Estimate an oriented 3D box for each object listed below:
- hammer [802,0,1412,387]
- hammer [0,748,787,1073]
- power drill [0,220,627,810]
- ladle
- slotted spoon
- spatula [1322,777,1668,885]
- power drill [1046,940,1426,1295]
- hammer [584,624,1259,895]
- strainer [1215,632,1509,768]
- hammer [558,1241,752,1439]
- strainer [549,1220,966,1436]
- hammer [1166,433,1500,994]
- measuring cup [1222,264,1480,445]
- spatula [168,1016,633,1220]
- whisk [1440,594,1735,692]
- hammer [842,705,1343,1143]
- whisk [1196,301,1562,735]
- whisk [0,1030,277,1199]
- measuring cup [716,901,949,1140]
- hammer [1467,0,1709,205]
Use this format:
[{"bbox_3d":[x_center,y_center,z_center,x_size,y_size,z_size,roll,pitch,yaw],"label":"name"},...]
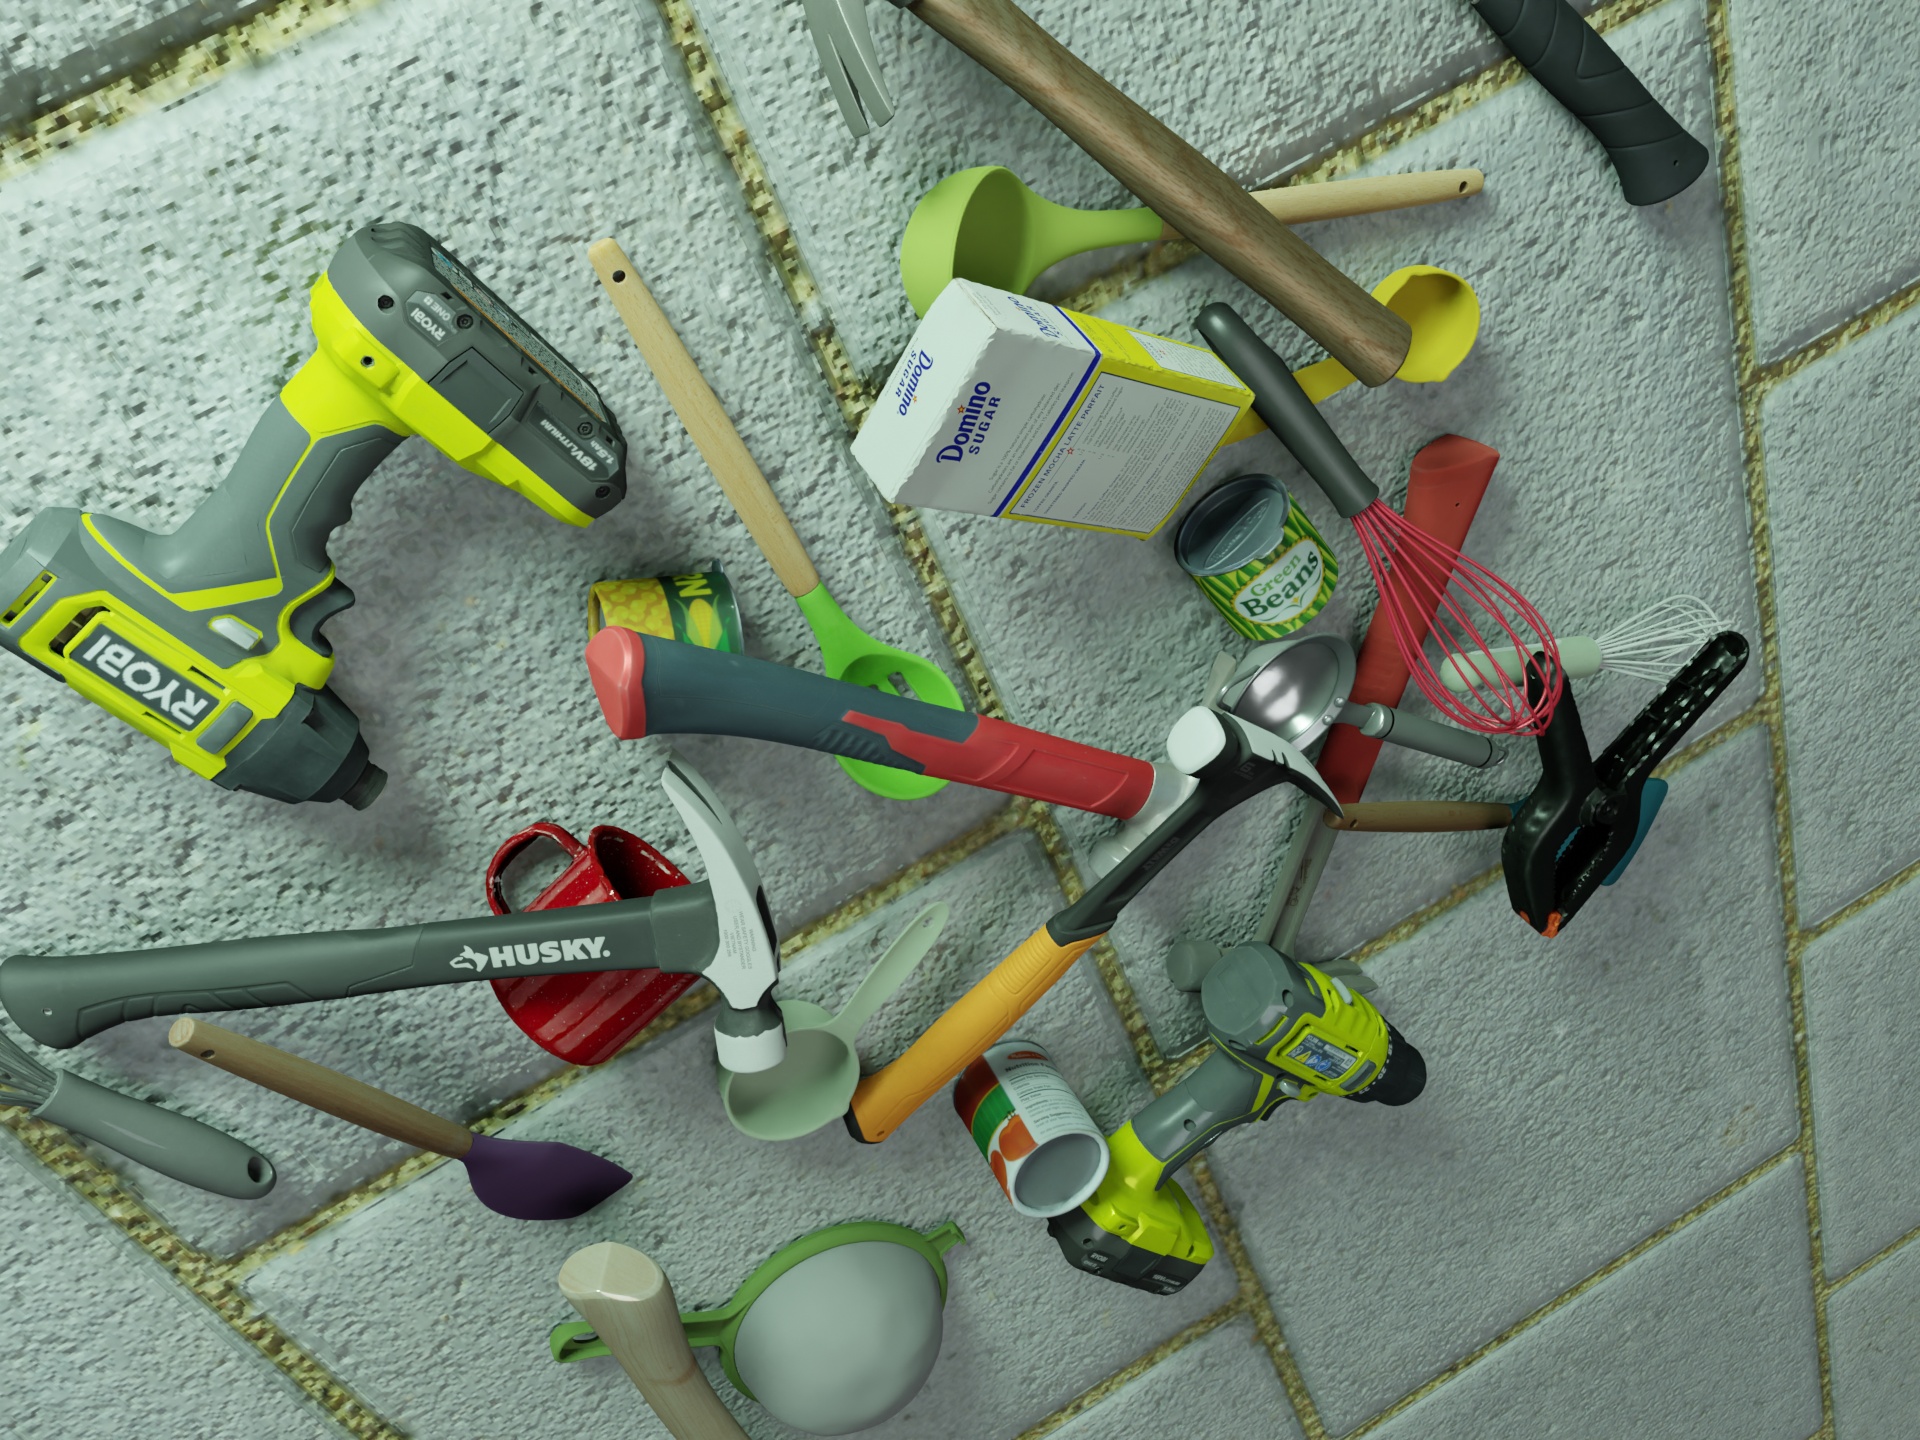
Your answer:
[{"bbox_3d":[0.073,-0.239,0.672,0.331,0.031,0.130,30,78,-27],"label":"hammer"},{"bbox_3d":[-0.249,0.099,0.694,0.335,0.035,0.146,-6,110,1],"label":"hammer"},{"bbox_3d":[-0.248,-0.072,0.642,0.223,0.080,0.171,-43,125,7],"label":"power drill"},{"bbox_3d":[0.119,-0.229,0.735,0.320,0.062,0.078,-14,126,-20],"label":"ladle"},{"bbox_3d":[-0.082,-0.083,0.740,0.070,0.031,0.313,-33,123,-5],"label":"slotted spoon"},{"bbox_3d":[0.327,0.062,0.971,0.317,0.044,0.082,2,117,-42],"label":"spatula"},{"bbox_3d":[0.171,0.250,0.986,0.190,0.080,0.228,31,108,-37],"label":"power drill"},{"bbox_3d":[-0.001,-0.002,0.762,0.386,0.038,0.143,15,108,-44],"label":"hammer"},{"bbox_3d":[0.220,-0.002,0.870,0.258,0.050,0.087,14,117,-35],"label":"strainer"},{"bbox_3d":[-0.145,0.436,0.939,0.146,0.038,0.410,-11,128,11],"label":"hammer"},{"bbox_3d":[-0.113,0.381,0.950,0.256,0.069,0.151,7,113,-29],"label":"strainer"},{"bbox_3d":[0.239,0.010,0.931,0.149,0.037,0.359,5,115,-27],"label":"hammer"},{"bbox_3d":[0.189,-0.182,0.816,0.156,0.029,0.062,-26,120,5],"label":"measuring cup"},{"bbox_3d":[-0.257,0.198,0.762,0.060,0.018,0.315,-34,145,2],"label":"spatula"},{"bbox_3d":[0.377,-0.040,0.946,0.246,0.058,0.059,-7,83,-30],"label":"whisk"},{"bbox_3d":[0.054,0.125,0.863,0.127,0.034,0.337,22,121,-44],"label":"hammer"},{"bbox_3d":[0.215,-0.097,0.810,0.073,0.073,0.295,-43,108,2],"label":"whisk"},{"bbox_3d":[-0.411,0.170,0.716,0.055,0.055,0.238,-45,129,3],"label":"whisk"},{"bbox_3d":[-0.068,0.155,0.870,0.083,0.038,0.167,38,95,-35],"label":"measuring cup"},{"bbox_3d":[0.227,-0.361,0.725,0.408,0.036,0.149,25,103,-33],"label":"hammer"}]
